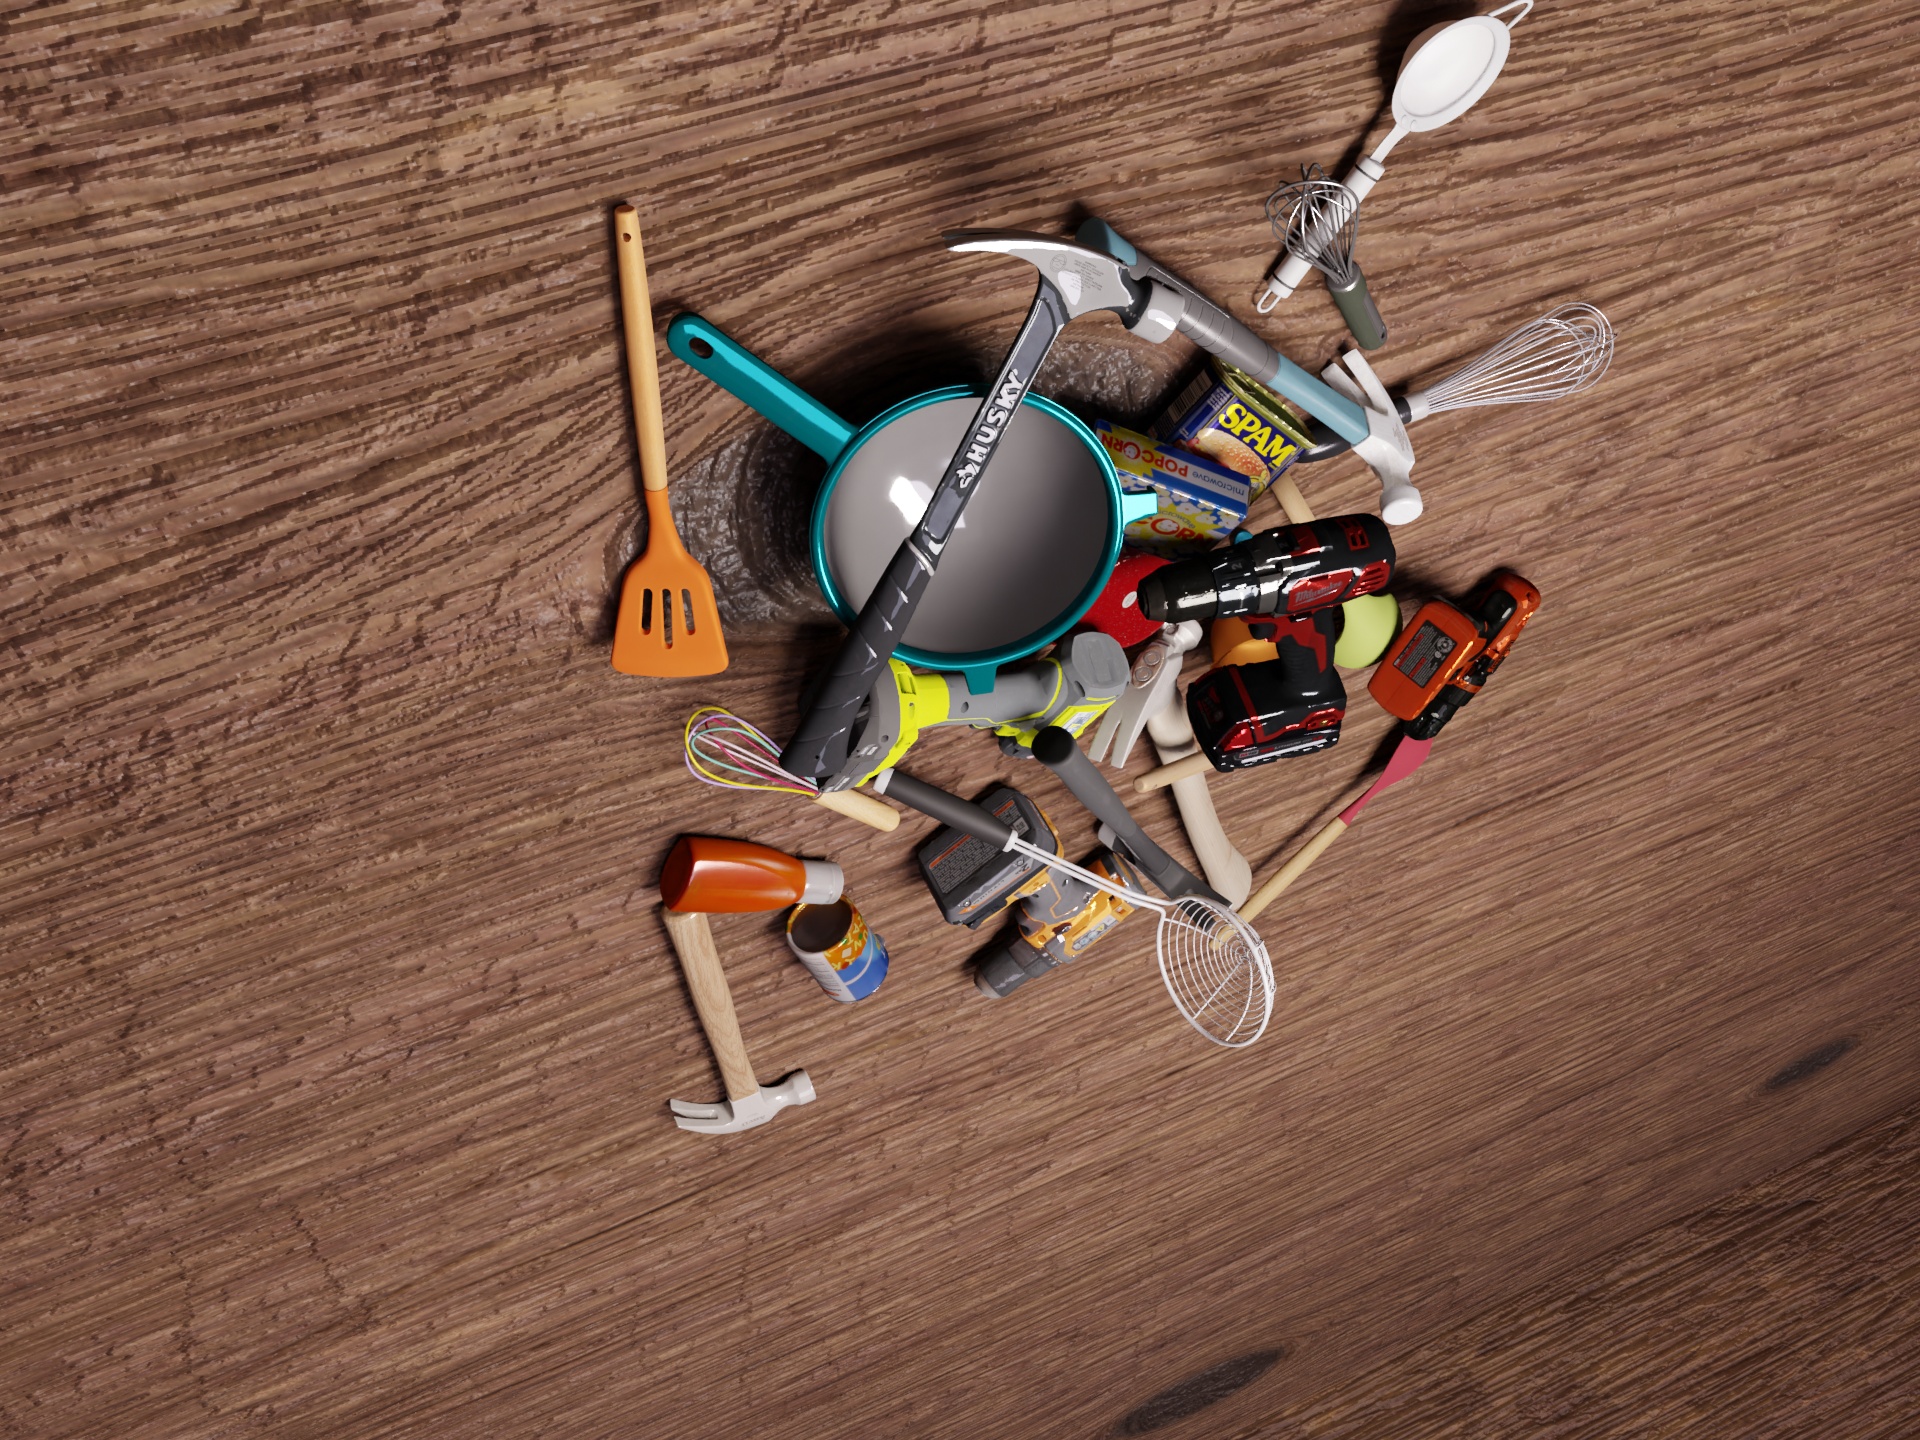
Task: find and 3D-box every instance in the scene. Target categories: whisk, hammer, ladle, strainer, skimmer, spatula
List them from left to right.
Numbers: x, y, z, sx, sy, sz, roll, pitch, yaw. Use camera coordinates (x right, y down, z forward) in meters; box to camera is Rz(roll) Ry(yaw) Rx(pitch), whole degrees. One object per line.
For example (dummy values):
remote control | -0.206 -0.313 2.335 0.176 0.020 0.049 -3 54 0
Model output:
spatula | -0.196 -0.165 1.006 0.081 0.041 0.322 1 131 -2
hammer | -0.216 0.268 1.412 0.130 0.031 0.331 -21 137 -13
whisk | -0.126 0.043 1.248 0.051 0.047 0.244 -35 144 22
strainer | -0.049 -0.176 1.060 0.340 0.095 0.211 32 113 -25
hammer | -0.022 -0.123 1.021 0.149 0.036 0.408 20 118 -20
skimmer | 0.087 0.144 1.284 0.363 0.090 0.127 26 139 -2
hammer | 0.131 0.082 1.307 0.035 0.146 0.334 -48 149 -2
hammer | 0.206 0.077 1.438 0.146 0.038 0.410 -59 147 -21
hammer | 0.207 -0.253 1.112 0.330 0.128 0.033 23 140 -34
ladle | 0.291 -0.147 1.319 0.078 0.062 0.319 -44 131 0
ladle | 0.361 0.117 1.585 0.315 0.031 0.069 -46 154 9
whisk | 0.263 -0.311 1.097 0.059 0.058 0.246 -2 169 25
strainer | 0.282 -0.385 1.081 0.086 0.050 0.258 4 133 -45
whisk | 0.386 -0.260 1.254 0.284 0.070 0.070 -20 137 -5

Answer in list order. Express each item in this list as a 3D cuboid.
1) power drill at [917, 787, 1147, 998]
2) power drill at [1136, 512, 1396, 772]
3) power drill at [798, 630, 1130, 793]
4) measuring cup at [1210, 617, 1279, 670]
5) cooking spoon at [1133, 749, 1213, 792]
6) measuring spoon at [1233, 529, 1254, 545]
power drill | 0.050 0.167 1.442 0.185 0.084 0.226 -39 142 10
power drill | 0.222 -0.058 1.213 0.188 0.080 0.226 -12 144 -7
power drill | -0.002 -0.004 1.222 0.223 0.080 0.171 -5 159 -26
measuring cup | 0.251 -0.044 1.376 0.095 0.052 0.173 -1 149 -5
cooking spoon | 0.246 0.021 1.388 0.319 0.017 0.068 -16 148 -47
measuring spoon | 0.258 -0.118 1.331 0.042 0.021 0.128 -38 140 7
